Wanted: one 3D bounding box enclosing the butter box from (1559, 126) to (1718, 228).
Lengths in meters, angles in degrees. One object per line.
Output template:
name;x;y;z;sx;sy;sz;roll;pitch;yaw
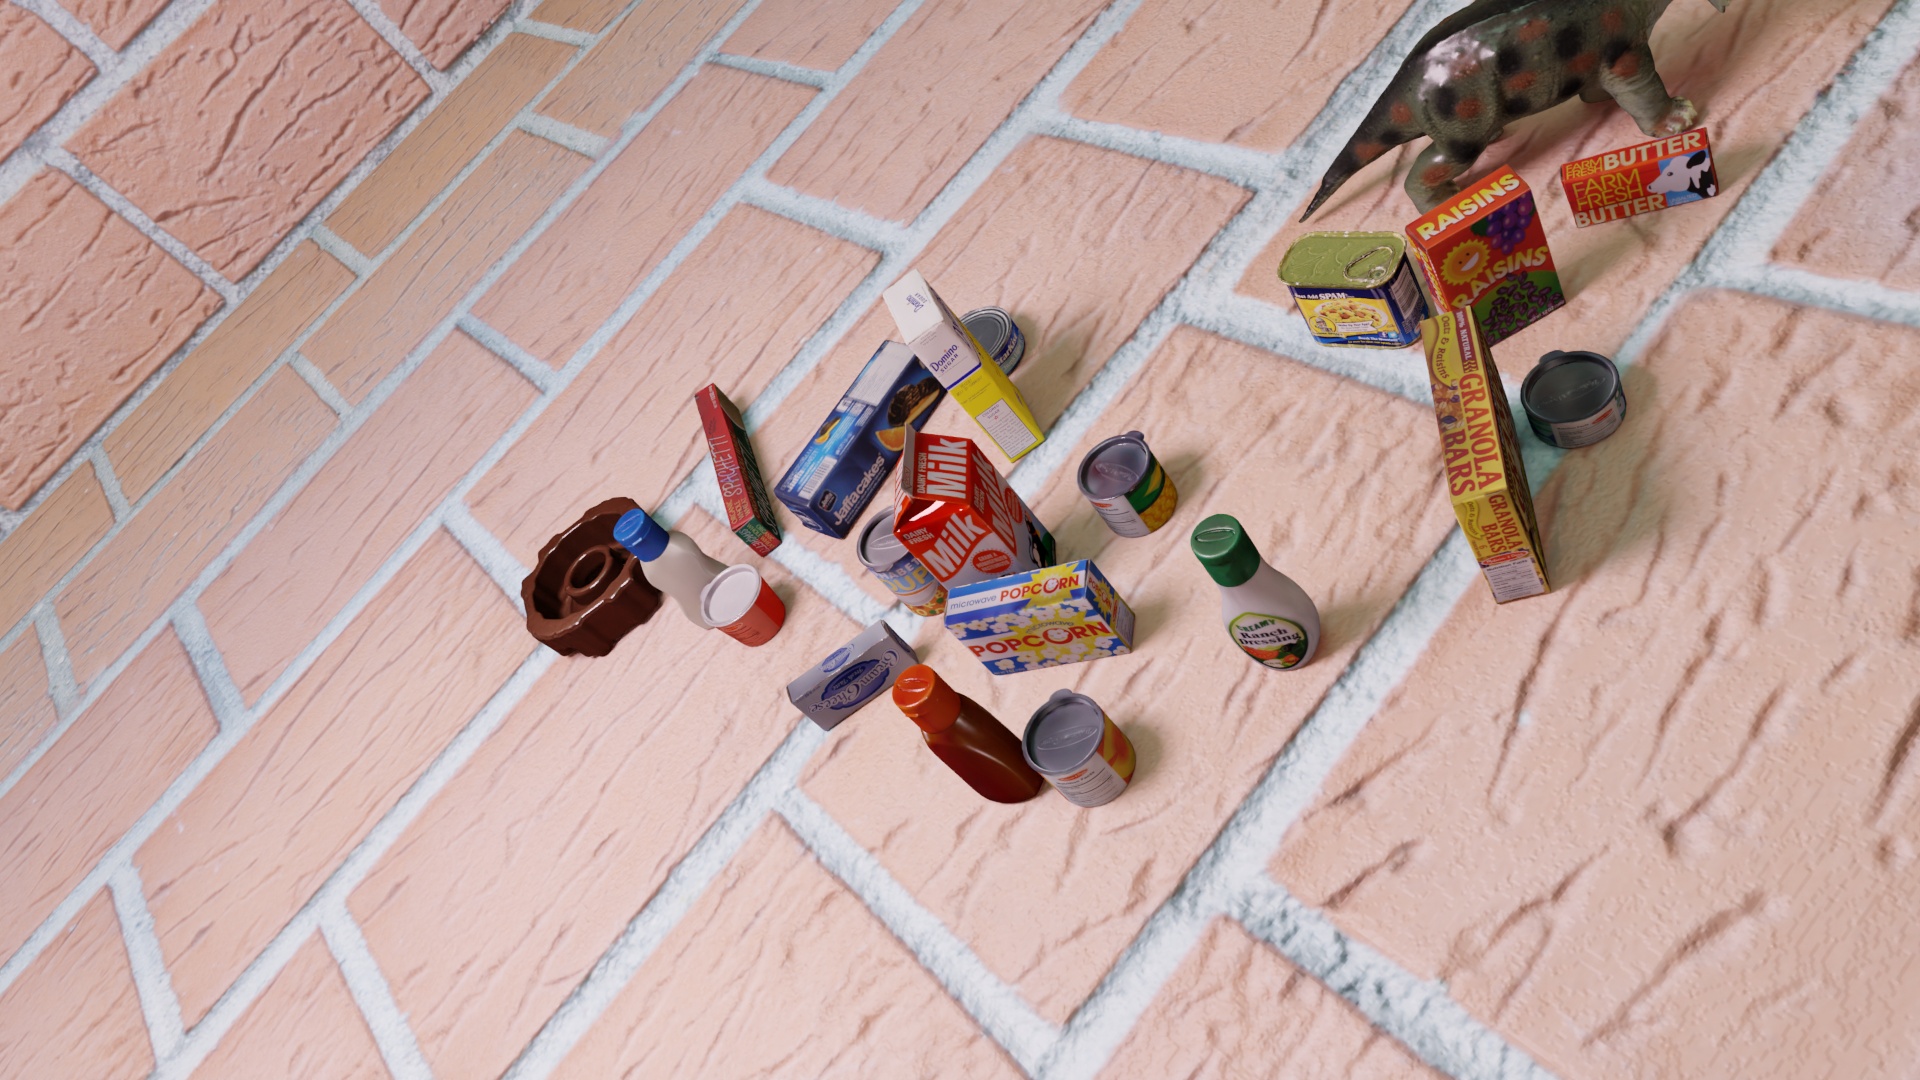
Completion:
butter box;0.520;-0.277;1.066;0.103;0.053;0.024;-9;51;31

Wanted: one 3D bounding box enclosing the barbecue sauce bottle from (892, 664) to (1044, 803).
barbecue sauce bottle;0.003;0.143;1.022;0.065;0.148;0.044;-3;55;35

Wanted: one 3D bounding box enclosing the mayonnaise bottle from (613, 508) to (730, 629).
mayonnaise bottle;-0.267;0.025;1.321;0.064;0.147;0.041;-35;42;8

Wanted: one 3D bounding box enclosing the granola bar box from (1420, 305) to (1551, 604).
granola bar box;0.358;-0.059;0.948;0.039;0.124;0.166;-16;48;26

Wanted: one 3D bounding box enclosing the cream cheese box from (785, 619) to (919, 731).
cream cheese box;-0.091;0.115;1.186;0.104;0.053;0.024;-36;42;6

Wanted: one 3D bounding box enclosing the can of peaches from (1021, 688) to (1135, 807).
can of peaches;0.088;0.152;1.020;0.071;0.058;0.071;-20;46;22

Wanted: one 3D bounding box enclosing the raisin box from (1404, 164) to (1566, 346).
raisin box;0.397;-0.208;1.046;0.086;0.123;0.040;-30;43;12

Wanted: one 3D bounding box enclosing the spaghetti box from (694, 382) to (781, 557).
spaghetti box;-0.236;-0.078;1.458;0.028;0.050;0.251;-34;42;8

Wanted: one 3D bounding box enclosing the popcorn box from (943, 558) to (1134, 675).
popcorn box;0.062;0.063;1.094;0.126;0.085;0.038;-13;49;28

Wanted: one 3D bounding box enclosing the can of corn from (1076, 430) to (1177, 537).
can of corn;0.140;-0.046;1.148;0.071;0.058;0.071;-20;46;22

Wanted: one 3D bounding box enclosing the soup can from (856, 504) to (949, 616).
soup can;-0.041;0.020;1.206;0.071;0.083;0.072;-20;46;22

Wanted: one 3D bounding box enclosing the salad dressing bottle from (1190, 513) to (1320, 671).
salad dressing bottle;0.204;0.037;0.965;0.064;0.147;0.044;-9;51;31

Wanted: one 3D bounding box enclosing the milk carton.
milk carton;0.004;-0.014;1.122;0.073;0.190;0.073;-19;46;23

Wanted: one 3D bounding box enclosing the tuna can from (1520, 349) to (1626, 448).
tuna can;0.438;-0.102;0.995;0.071;0.032;0.071;-20;46;22

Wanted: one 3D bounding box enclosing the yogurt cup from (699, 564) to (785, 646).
yogurt cup;-0.202;0.064;1.310;0.072;0.053;0.073;-20;46;22
